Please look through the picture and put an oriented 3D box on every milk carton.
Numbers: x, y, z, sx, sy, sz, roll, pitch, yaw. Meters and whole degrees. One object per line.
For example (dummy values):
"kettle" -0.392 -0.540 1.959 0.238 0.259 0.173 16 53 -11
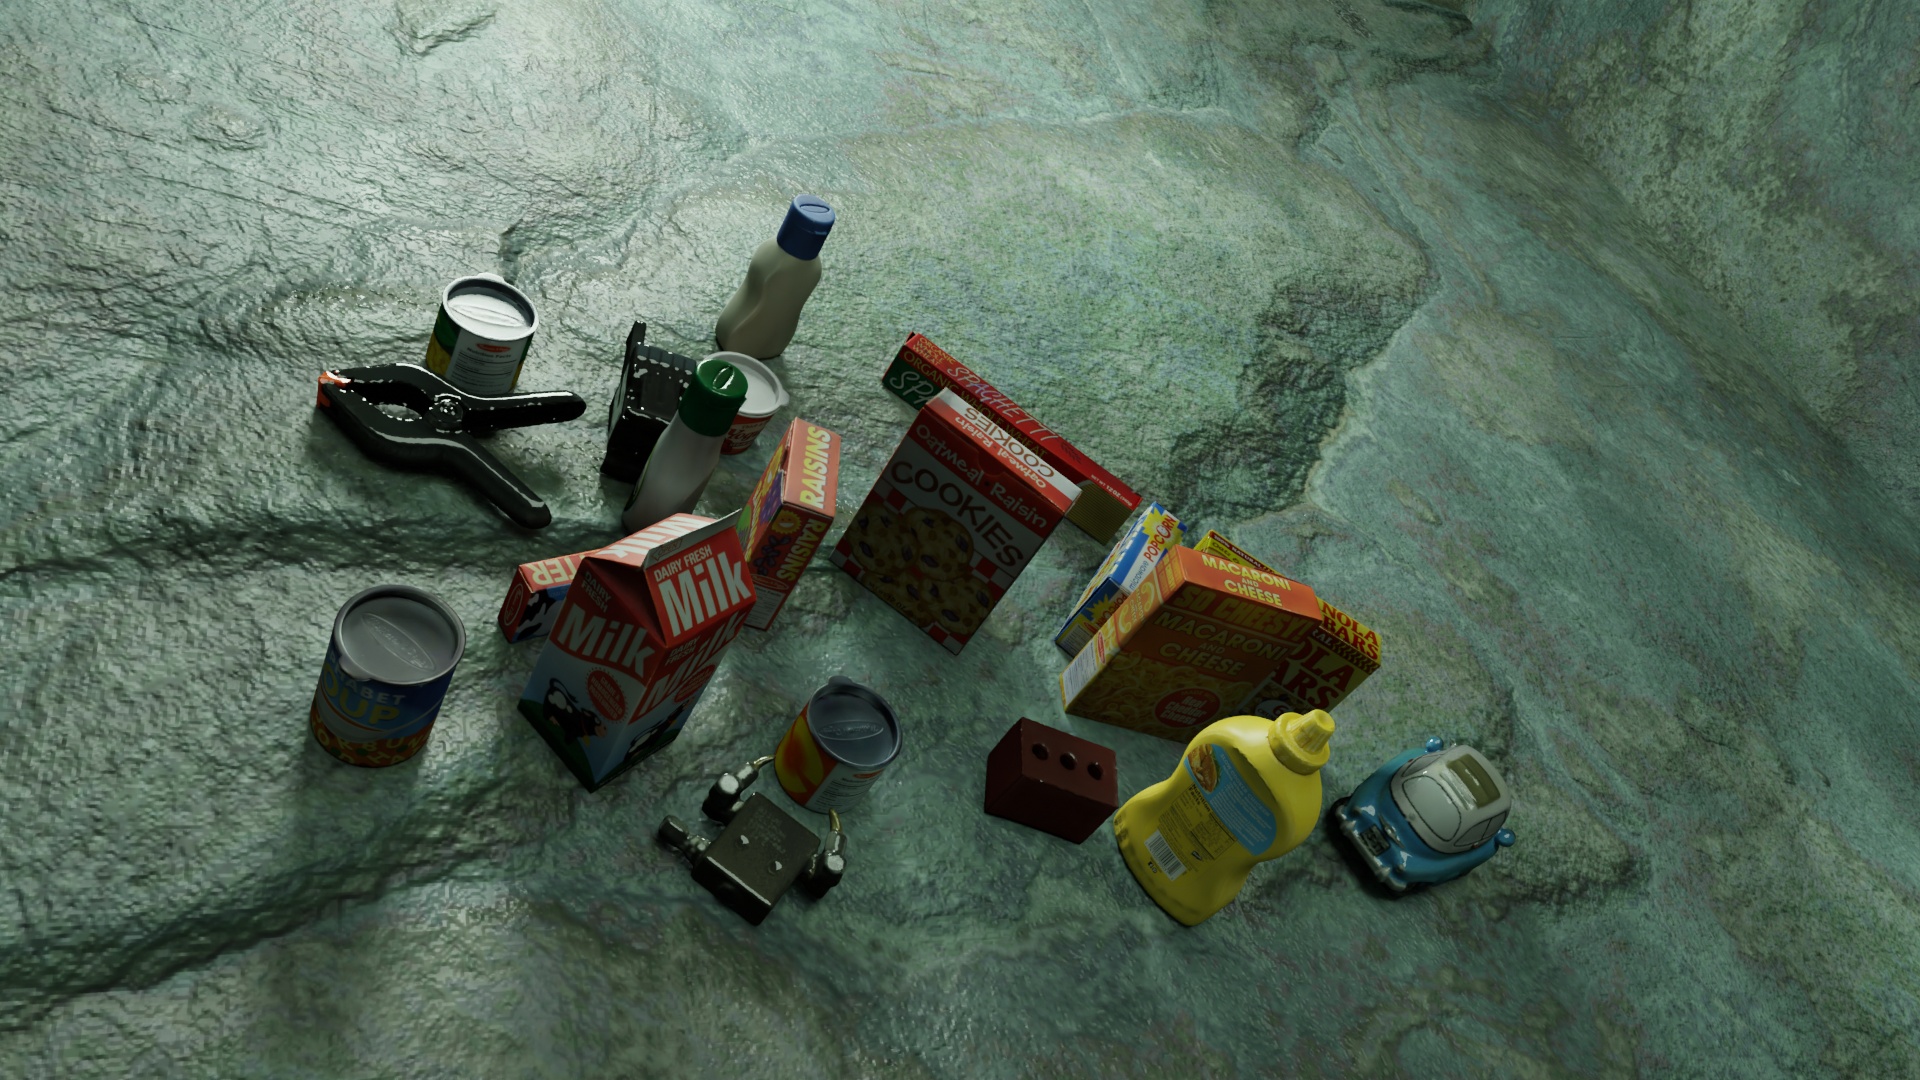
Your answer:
"milk carton" -0.181 0.054 0.794 0.073 0.189 0.073 45 39 12

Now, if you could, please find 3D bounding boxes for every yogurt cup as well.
"yogurt cup" -0.177 -0.103 1.067 0.072 0.053 0.073 20 41 -18

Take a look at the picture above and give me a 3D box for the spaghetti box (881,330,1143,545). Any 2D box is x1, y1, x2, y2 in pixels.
"spaghetti box" 0.043 -0.089 1.215 0.250 0.050 0.029 36 38 1

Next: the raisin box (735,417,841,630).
"raisin box" -0.124 -0.010 0.954 0.040 0.122 0.086 20 41 -18

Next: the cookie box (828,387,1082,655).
"cookie box" -0.007 -0.011 1.004 0.123 0.166 0.040 37 38 2

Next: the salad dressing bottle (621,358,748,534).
"salad dressing bottle" -0.186 -0.059 0.940 0.044 0.147 0.064 31 39 -6

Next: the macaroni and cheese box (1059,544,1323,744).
"macaroni and cheese box" 0.168 0.081 1.038 0.124 0.165 0.040 16 42 -22

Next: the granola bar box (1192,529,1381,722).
"granola bar box" 0.233 0.081 1.118 0.165 0.123 0.039 32 39 -4

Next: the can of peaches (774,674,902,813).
"can of peaches" -0.080 0.132 0.893 0.071 0.057 0.071 20 41 -18

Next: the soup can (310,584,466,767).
"soup can" -0.316 0.076 0.758 0.071 0.083 0.072 20 41 -18

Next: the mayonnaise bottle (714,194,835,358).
"mayonnaise bottle" -0.146 -0.212 1.125 0.065 0.147 0.041 -7 55 -40

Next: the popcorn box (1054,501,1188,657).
"popcorn box" 0.131 0.034 1.123 0.038 0.084 0.127 37 39 2

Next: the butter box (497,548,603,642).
"butter box" -0.238 0.031 0.886 0.104 0.052 0.024 -13 59 -43

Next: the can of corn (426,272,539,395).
"can of corn" -0.341 -0.146 0.989 0.071 0.058 0.071 20 41 -18
